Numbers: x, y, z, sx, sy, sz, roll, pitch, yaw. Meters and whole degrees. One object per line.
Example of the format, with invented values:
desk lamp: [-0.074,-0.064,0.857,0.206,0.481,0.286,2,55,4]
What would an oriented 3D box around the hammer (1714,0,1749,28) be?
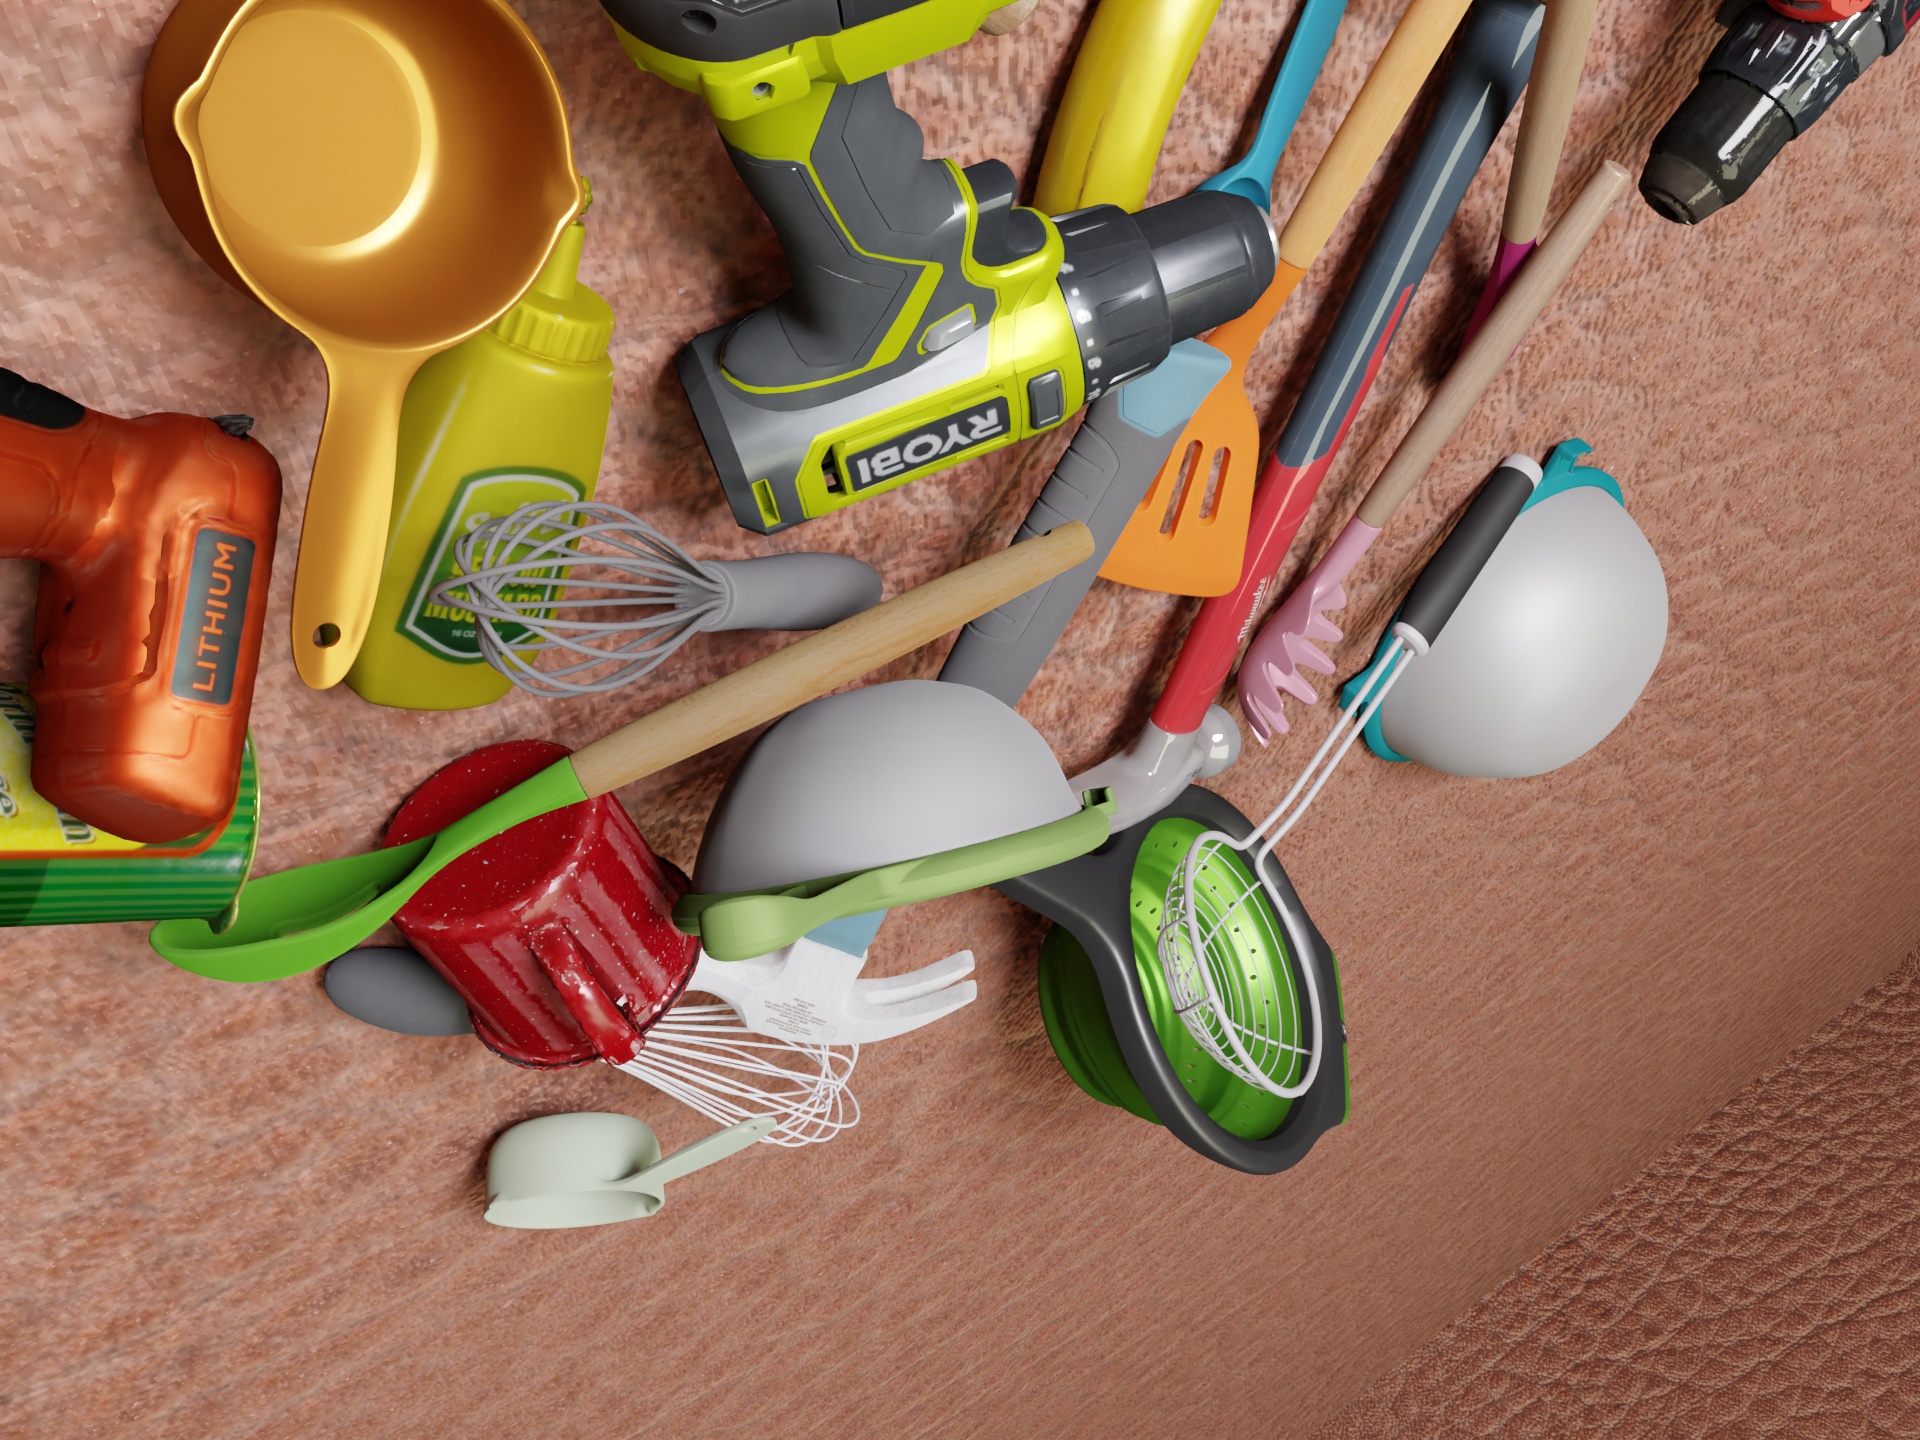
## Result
hammer: [0.281,-0.383,0.554,0.358,0.037,0.149,11,118,-50]

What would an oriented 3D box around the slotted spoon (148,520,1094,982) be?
slotted spoon: [-0.096,0.008,0.502,0.314,0.070,0.031,-26,109,-9]

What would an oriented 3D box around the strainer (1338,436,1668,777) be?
strainer: [0.376,-0.018,0.981,0.211,0.095,0.340,-50,144,9]

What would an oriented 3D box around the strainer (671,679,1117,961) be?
strainer: [-0.037,0.024,0.488,0.151,0.069,0.256,-12,179,9]

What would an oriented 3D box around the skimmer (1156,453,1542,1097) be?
skimmer: [0.212,0.011,0.780,0.127,0.090,0.363,46,74,-32]

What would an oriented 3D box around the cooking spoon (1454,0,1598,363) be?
cooking spoon: [0.227,-0.212,0.637,0.069,0.017,0.318,-44,161,-3]

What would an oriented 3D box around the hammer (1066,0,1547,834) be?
hammer: [0.142,-0.118,0.673,0.143,0.038,0.386,-21,140,-51]

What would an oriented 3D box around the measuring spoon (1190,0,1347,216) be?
measuring spoon: [0.109,-0.222,0.575,0.042,0.021,0.128,2,116,-50]

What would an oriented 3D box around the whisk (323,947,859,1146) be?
whisk: [-0.140,0.133,0.666,0.070,0.070,0.284,-50,139,10]

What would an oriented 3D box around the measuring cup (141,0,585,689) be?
measuring cup: [-0.152,-0.096,0.384,0.095,0.052,0.173,-4,118,-45]

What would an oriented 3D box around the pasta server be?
pasta server: [0.209,-0.109,0.732,0.060,0.040,0.316,-29,156,-46]

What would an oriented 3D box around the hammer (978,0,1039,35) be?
hammer: [-0.095,-0.226,0.349,0.331,0.031,0.130,2,126,-46]

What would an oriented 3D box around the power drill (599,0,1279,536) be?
power drill: [0.002,-0.154,0.428,0.190,0.080,0.228,-22,154,-5]

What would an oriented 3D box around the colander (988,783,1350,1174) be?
colander: [0.054,0.108,0.794,0.094,0.205,0.396,-23,140,35]

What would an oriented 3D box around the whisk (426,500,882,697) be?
whisk: [-0.077,-0.041,0.496,0.055,0.055,0.239,-55,166,17]

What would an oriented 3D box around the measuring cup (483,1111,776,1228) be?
measuring cup: [-0.136,0.177,0.668,0.167,0.038,0.083,-30,145,33]

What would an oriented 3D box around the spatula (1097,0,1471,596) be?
spatula: [0.132,-0.179,0.558,0.081,0.041,0.322,10,132,-22]

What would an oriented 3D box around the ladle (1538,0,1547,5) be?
ladle: [0.109,-0.275,0.457,0.320,0.062,0.078,10,127,-45]

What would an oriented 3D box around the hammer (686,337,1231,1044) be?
hammer: [-0.001,-0.002,0.610,0.128,0.033,0.331,24,114,-15]

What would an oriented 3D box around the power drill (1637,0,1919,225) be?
power drill: [0.307,-0.298,0.573,0.188,0.080,0.226,-52,150,12]
